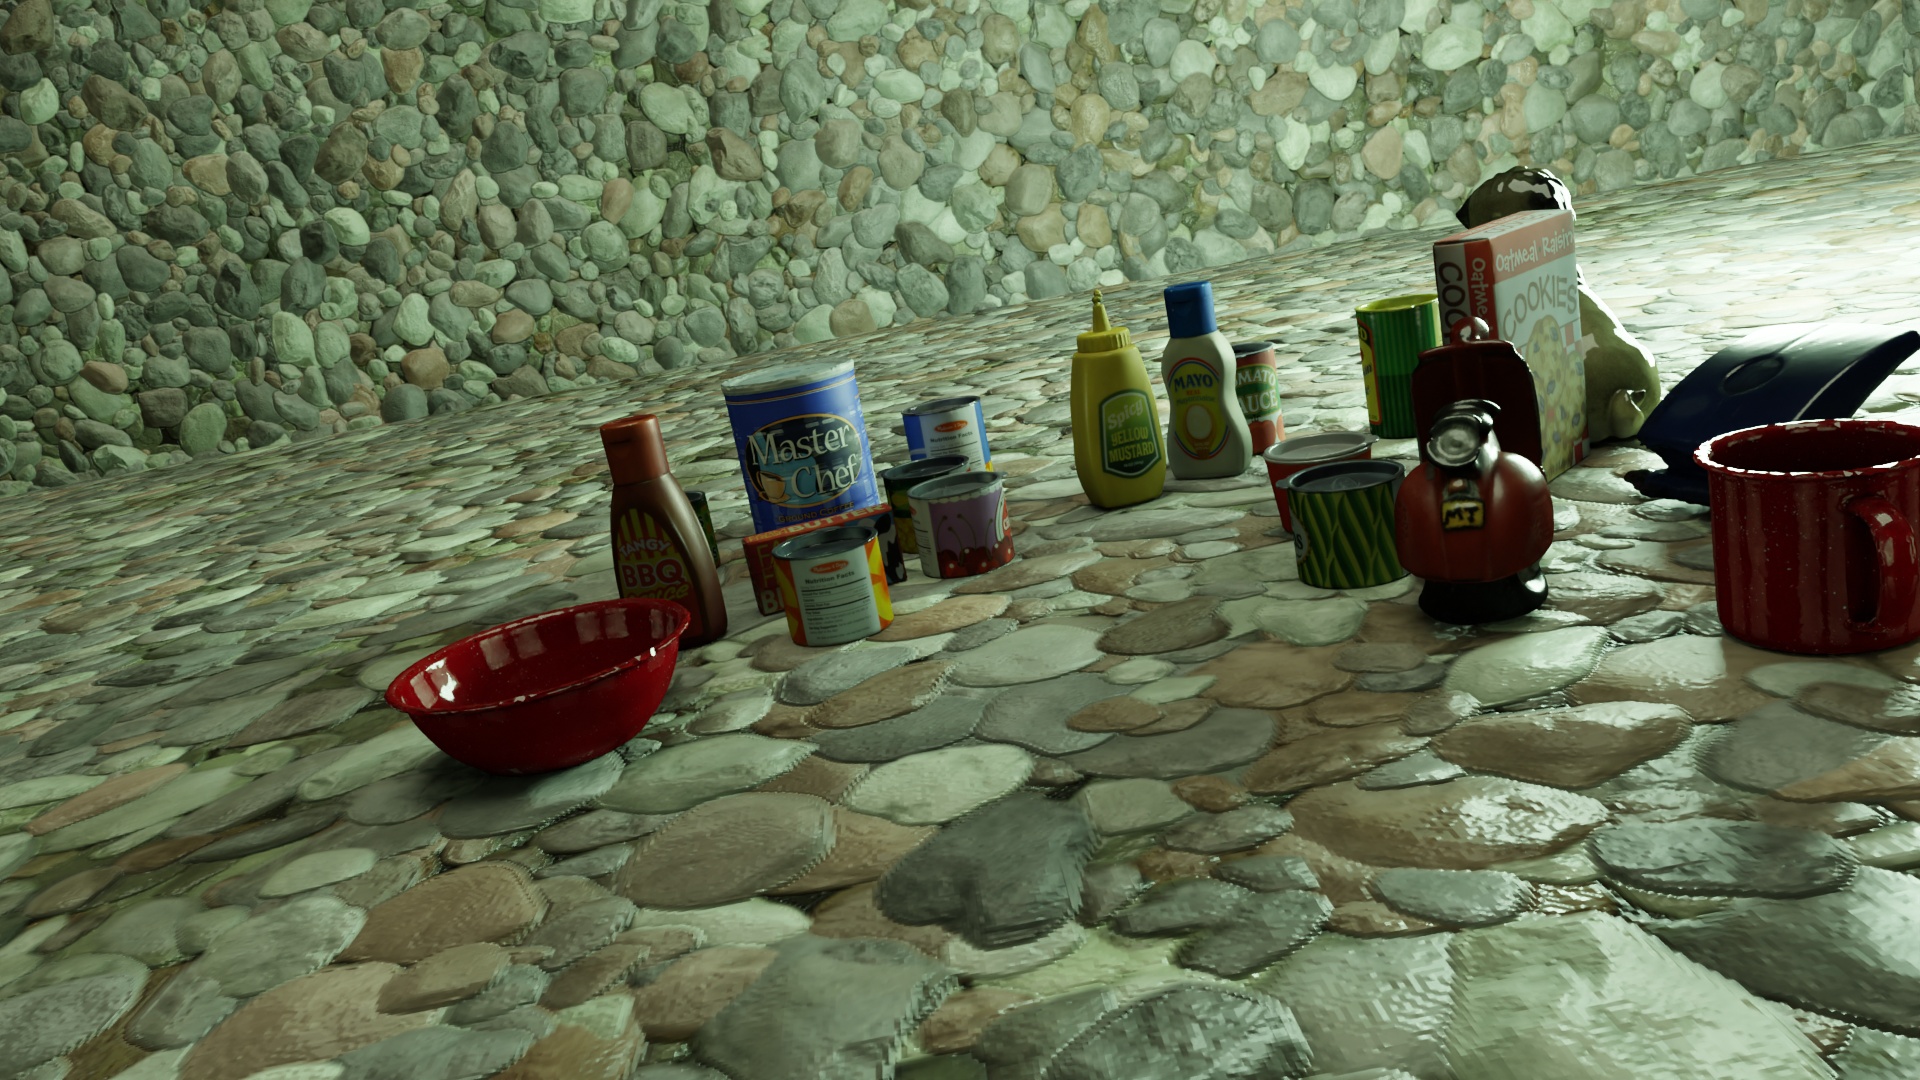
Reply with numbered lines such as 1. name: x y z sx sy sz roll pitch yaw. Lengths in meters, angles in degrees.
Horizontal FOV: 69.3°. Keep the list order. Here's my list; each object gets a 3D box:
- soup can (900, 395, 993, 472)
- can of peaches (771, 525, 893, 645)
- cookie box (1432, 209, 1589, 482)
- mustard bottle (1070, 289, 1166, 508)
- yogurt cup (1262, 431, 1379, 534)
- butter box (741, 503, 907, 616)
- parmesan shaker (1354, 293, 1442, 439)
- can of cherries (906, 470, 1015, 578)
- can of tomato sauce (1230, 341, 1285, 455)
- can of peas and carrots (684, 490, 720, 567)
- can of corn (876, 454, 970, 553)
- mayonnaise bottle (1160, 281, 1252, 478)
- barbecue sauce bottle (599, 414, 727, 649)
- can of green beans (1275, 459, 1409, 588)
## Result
1. soup can: -0.009 -0.072 1.144 0.071 0.083 0.071 -10 14 3
2. can of peaches: -0.078 0.027 0.861 0.071 0.058 0.071 -10 14 3
3. cookie box: 0.355 -0.120 0.891 0.040 0.167 0.123 3 20 46
4. mustard bottle: 0.111 -0.106 1.030 0.065 0.159 0.049 -15 14 -16
5. yogurt cup: 0.231 -0.036 0.887 0.072 0.053 0.072 -10 14 3
6. butter box: -0.092 0.012 0.939 0.104 0.053 0.024 -14 14 -12
7. parmesan shaker: 0.349 -0.136 1.090 0.071 0.102 0.071 -10 14 3
8. can of cherries: 0.003 -0.012 0.952 0.071 0.058 0.071 -10 14 3
9. can of tomato sauce: 0.229 -0.115 1.137 0.071 0.083 0.071 -10 14 3
10. can of peas and carrots: -0.224 -0.002 1.081 0.071 0.058 0.071 -10 14 3
11. can of corn: -0.023 -0.027 1.031 0.071 0.058 0.071 -10 14 3
12. mayonnaise bottle: 0.184 -0.123 1.068 0.064 0.147 0.041 -3 16 28
13. barbecue sauce bottle: -0.195 -0.005 0.887 0.065 0.148 0.044 -7 14 16
14. can of green beans: 0.220 -0.010 0.785 0.071 0.057 0.071 -10 14 3
